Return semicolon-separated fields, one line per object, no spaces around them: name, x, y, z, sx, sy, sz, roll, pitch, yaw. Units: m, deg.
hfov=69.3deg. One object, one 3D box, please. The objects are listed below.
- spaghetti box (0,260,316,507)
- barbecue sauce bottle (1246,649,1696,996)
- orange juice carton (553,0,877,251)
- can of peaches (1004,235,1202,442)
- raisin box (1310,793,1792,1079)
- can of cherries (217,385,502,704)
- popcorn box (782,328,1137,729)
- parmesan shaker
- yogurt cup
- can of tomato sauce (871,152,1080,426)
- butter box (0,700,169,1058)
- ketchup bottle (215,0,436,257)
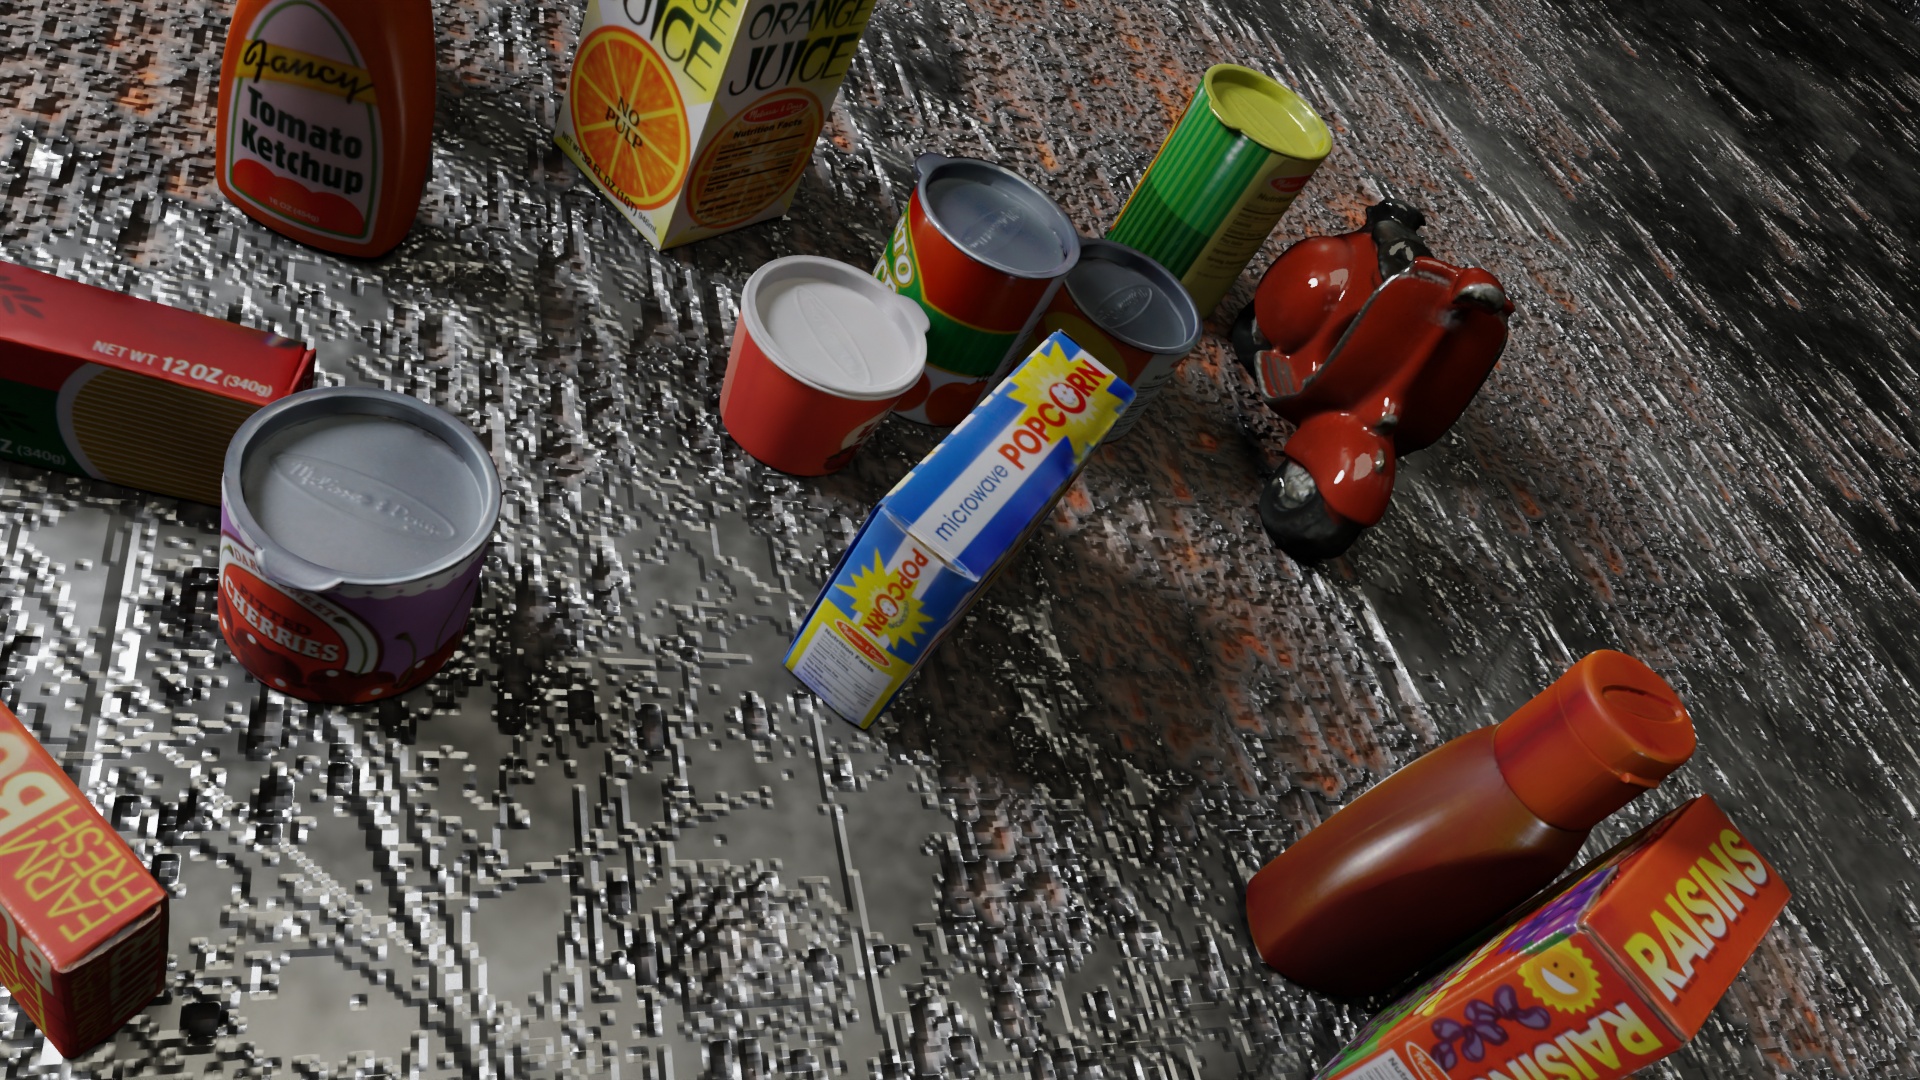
spaghetti box;-0.302;-0.060;0.353;0.250;0.050;0.029;15;46;-19
barbecue sauce bottle;0.151;0.088;0.417;0.065;0.147;0.044;14;46;-20
orange juice carton;-0.081;-0.207;0.512;0.072;0.191;0.073;46;44;13
can of peaches;0.056;-0.084;0.582;0.071;0.057;0.071;17;46;-18
raisin box;0.169;0.133;0.407;0.086;0.122;0.040;-20;64;-41
can of cherries;-0.164;0.003;0.372;0.071;0.058;0.072;17;46;-18
popcorn box;0.002;-0.006;0.459;0.038;0.084;0.127;38;43;4
parmesan shaker;0.115;-0.161;0.653;0.071;0.102;0.072;17;46;-18
yogurt cup;-0.053;-0.060;0.499;0.072;0.053;0.073;17;46;-18
can of tomato sauce;-0.004;-0.096;0.539;0.071;0.082;0.071;17;46;-18
butter box;-0.212;0.059;0.298;0.103;0.052;0.024;43;44;10
ketchup bottle;-0.195;-0.161;0.435;0.065;0.148;0.044;23;44;-11
